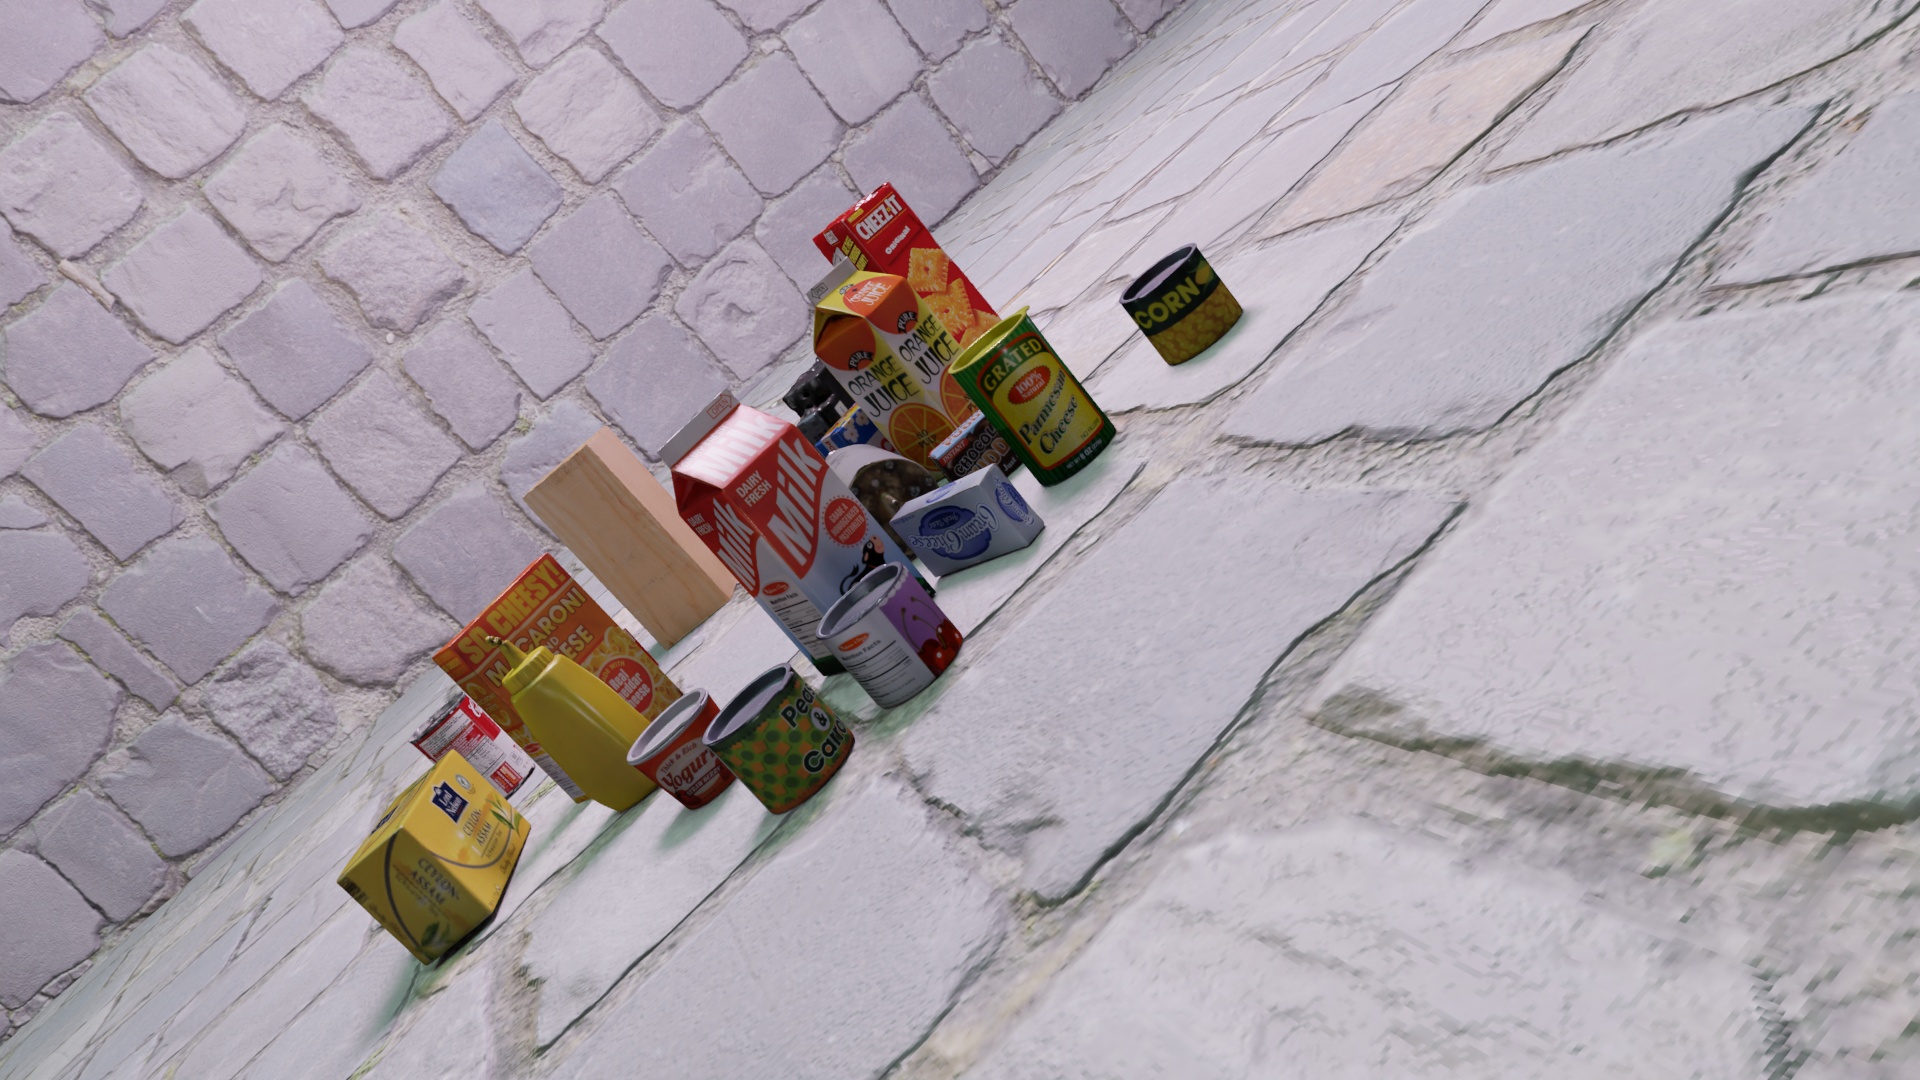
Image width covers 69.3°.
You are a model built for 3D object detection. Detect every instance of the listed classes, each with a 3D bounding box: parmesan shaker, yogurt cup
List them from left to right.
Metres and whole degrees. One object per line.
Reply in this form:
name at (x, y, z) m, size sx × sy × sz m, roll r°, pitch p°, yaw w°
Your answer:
yogurt cup at (-0.176, 0.138, 0.909) m, size 0.072 × 0.054 × 0.072 m, roll -37°, pitch 15°, yaw 12°
parmesan shaker at (0.051, -0.097, 0.942) m, size 0.071 × 0.103 × 0.071 m, roll -37°, pitch 15°, yaw 12°

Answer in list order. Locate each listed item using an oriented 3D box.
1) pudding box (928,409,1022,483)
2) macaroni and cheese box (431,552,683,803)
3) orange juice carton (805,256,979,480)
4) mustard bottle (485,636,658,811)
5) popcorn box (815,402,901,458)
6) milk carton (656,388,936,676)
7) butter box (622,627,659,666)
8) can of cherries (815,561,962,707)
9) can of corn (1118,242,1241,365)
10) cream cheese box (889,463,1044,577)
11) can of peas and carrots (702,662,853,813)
pudding box at (0.023, -0.073, 1.046) m, size 0.084 × 0.049 × 0.030 m, roll -42°, pitch 14°, yaw -7°
macaroni and cheese box at (-0.327, 0.112, 1.137) m, size 0.040 × 0.166 × 0.124 m, roll -26°, pitch 20°, yaw 44°
orange juice carton at (-0.050, -0.148, 1.165) m, size 0.072 × 0.192 × 0.072 m, roll -26°, pitch 20°, yaw 44°
mustard bottle at (-0.280, 0.123, 1.003) m, size 0.065 × 0.160 × 0.049 m, roll -36°, pitch 15°, yaw 18°
popcorn box at (-0.063, -0.095, 1.252) m, size 0.038 × 0.085 × 0.127 m, roll -25°, pitch 21°, yaw 45°
milk carton at (-0.112, -0.007, 0.908) m, size 0.073 × 0.190 × 0.073 m, roll -20°, pitch 25°, yaw 54°
butter box at (-0.326, 0.130, 1.306) m, size 0.024 × 0.053 × 0.104 m, roll -34°, pitch 16°, yaw 24°
can of cherries at (-0.040, 0.054, 0.814) m, size 0.071 × 0.058 × 0.072 m, roll -37°, pitch 15°, yaw 12°
can of corn at (0.154, -0.164, 0.973) m, size 0.071 × 0.058 × 0.071 m, roll -37°, pitch 15°, yaw 12°
cream cheese box at (0.003, -0.011, 0.907) m, size 0.103 × 0.053 × 0.024 m, roll -22°, pitch 24°, yaw 51°
can of peas and carrots at (-0.102, 0.112, 0.795) m, size 0.071 × 0.058 × 0.071 m, roll -37°, pitch 15°, yaw 12°
